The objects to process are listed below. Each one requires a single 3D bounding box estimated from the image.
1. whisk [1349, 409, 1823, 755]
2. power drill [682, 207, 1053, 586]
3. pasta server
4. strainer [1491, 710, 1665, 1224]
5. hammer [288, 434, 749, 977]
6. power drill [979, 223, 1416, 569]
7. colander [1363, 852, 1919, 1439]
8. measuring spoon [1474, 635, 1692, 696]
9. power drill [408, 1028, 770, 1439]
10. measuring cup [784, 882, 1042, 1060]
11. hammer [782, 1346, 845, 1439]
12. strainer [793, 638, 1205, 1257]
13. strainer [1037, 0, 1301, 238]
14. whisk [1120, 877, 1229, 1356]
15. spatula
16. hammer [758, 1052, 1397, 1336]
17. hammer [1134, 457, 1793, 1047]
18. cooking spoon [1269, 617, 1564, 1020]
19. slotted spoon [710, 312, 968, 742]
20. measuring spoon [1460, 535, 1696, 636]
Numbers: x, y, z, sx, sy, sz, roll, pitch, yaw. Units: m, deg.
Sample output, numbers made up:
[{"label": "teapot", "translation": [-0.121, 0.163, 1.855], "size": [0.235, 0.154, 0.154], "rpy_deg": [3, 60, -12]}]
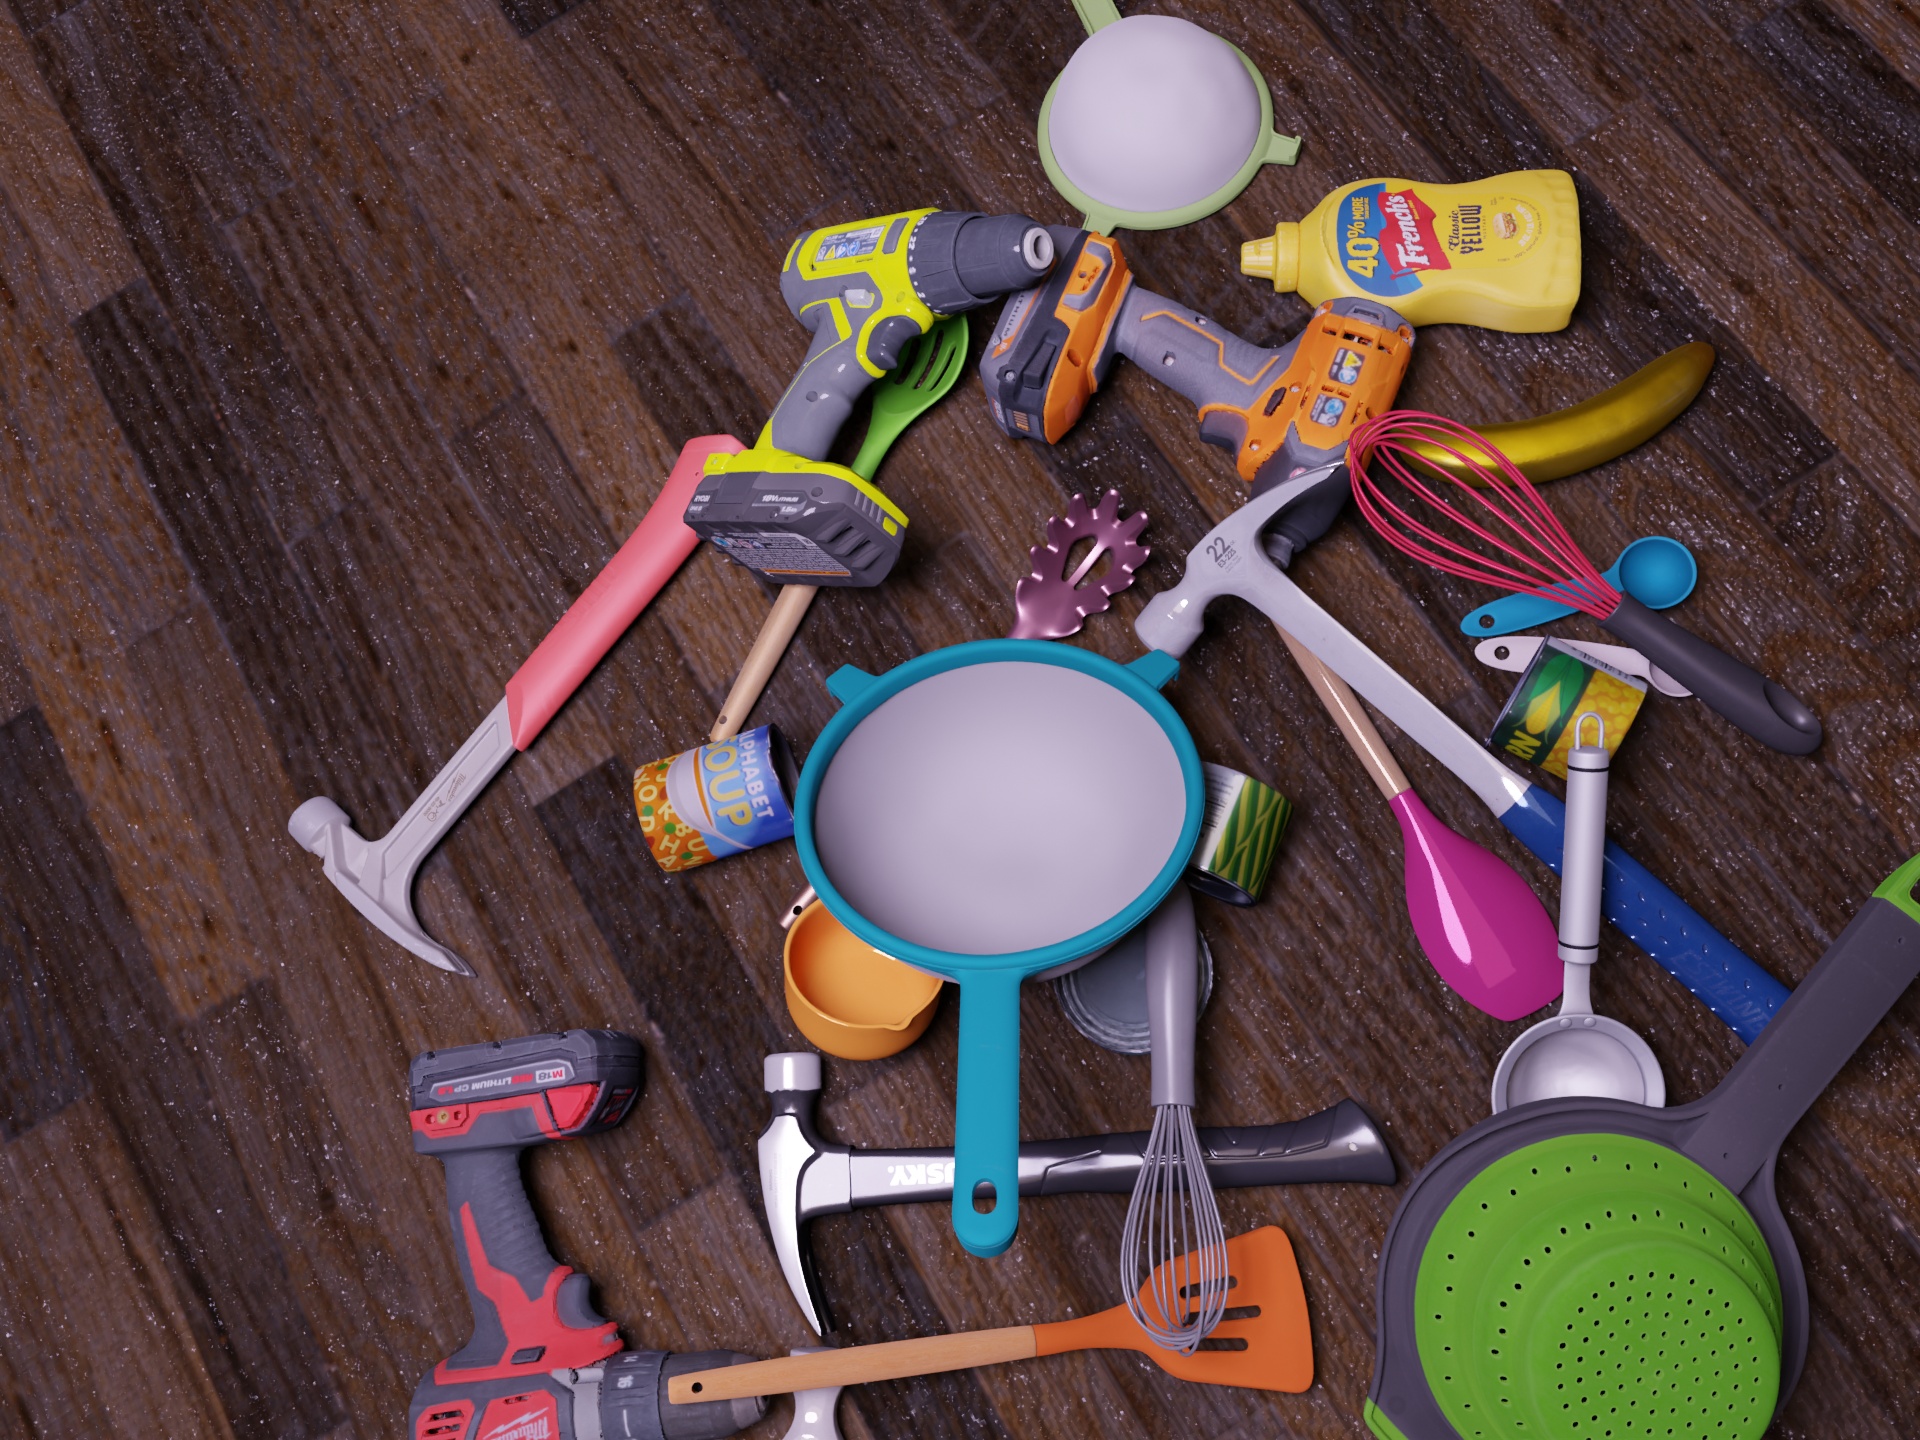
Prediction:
[{"label": "whisk", "translation": [0.332, -0.071, 0.854], "size": [0.296, 0.073, 0.073], "rpy_deg": [35, 82, 5]}, {"label": "power drill", "translation": [-0.053, -0.196, 0.920], "size": [0.191, 0.080, 0.228], "rpy_deg": [7, 70, 43]}, {"label": "pasta server", "translation": [-0.001, -0.003, 0.921], "size": [0.060, 0.040, 0.316], "rpy_deg": [39, 84, 6]}, {"label": "strainer", "translation": [0.311, 0.122, 0.799], "size": [0.087, 0.050, 0.258], "rpy_deg": [-1, 100, 2]}, {"label": "hammer", "translation": [-0.240, -0.025, 0.964], "size": [0.149, 0.036, 0.359], "rpy_deg": [37, 83, 16]}, {"label": "power drill", "translation": [0.131, -0.187, 0.928], "size": [0.226, 0.084, 0.164], "rpy_deg": [20, 78, 13]}, {"label": "colander", "translation": [0.356, 0.222, 0.737], "size": [0.204, 0.094, 0.397], "rpy_deg": [39, 90, 3]}, {"label": "measuring spoon", "translation": [0.353, -0.034, 0.890], "size": [0.124, 0.018, 0.034], "rpy_deg": [5, 94, 17]}, {"label": "power drill", "translation": [-0.203, 0.283, 0.852], "size": [0.188, 0.080, 0.227], "rpy_deg": [-9, 76, 6]}, {"label": "measuring cup", "translation": [-0.015, 0.131, 0.883], "size": [0.173, 0.052, 0.095], "rpy_deg": [-16, 54, -22]}, {"label": "hammer", "translation": [0.069, 0.397, 0.799], "size": [0.331, 0.031, 0.130], "rpy_deg": [1, 74, 9]}, {"label": "strainer", "translation": [0.021, 0.113, 0.805], "size": [0.211, 0.095, 0.341], "rpy_deg": [-3, 51, 6]}, {"label": "strainer", "translation": [0.102, -0.437, 1.012], "size": [0.151, 0.069, 0.256], "rpy_deg": [-23, 74, 2]}, {"label": "whisk", "translation": [0.108, 0.195, 0.809], "size": [0.055, 0.055, 0.239], "rpy_deg": [-1, 69, 8]}, {"label": "spatula", "translation": [0.015, 0.318, 0.806], "size": [0.322, 0.041, 0.081], "rpy_deg": [-5, 73, -7]}, {"label": "hammer", "translation": [0.059, 0.242, 0.843], "size": [0.335, 0.035, 0.146], "rpy_deg": [-5, 73, 7]}, {"label": "hammer", "translation": [0.284, 0.031, 0.828], "size": [0.405, 0.035, 0.144], "rpy_deg": [42, 120, 8]}, {"label": "cooking spoon", "translation": [0.231, 0.020, 0.888], "size": [0.069, 0.017, 0.319], "rpy_deg": [-28, 72, -2]}, {"label": "slotted spoon", "translation": [-0.076, -0.125, 0.973], "size": [0.070, 0.031, 0.314], "rpy_deg": [21, 80, 31]}, {"label": "measuring spoon", "translation": [0.348, -0.069, 0.901], "size": [0.128, 0.021, 0.042], "rpy_deg": [-16, 74, 13]}]
